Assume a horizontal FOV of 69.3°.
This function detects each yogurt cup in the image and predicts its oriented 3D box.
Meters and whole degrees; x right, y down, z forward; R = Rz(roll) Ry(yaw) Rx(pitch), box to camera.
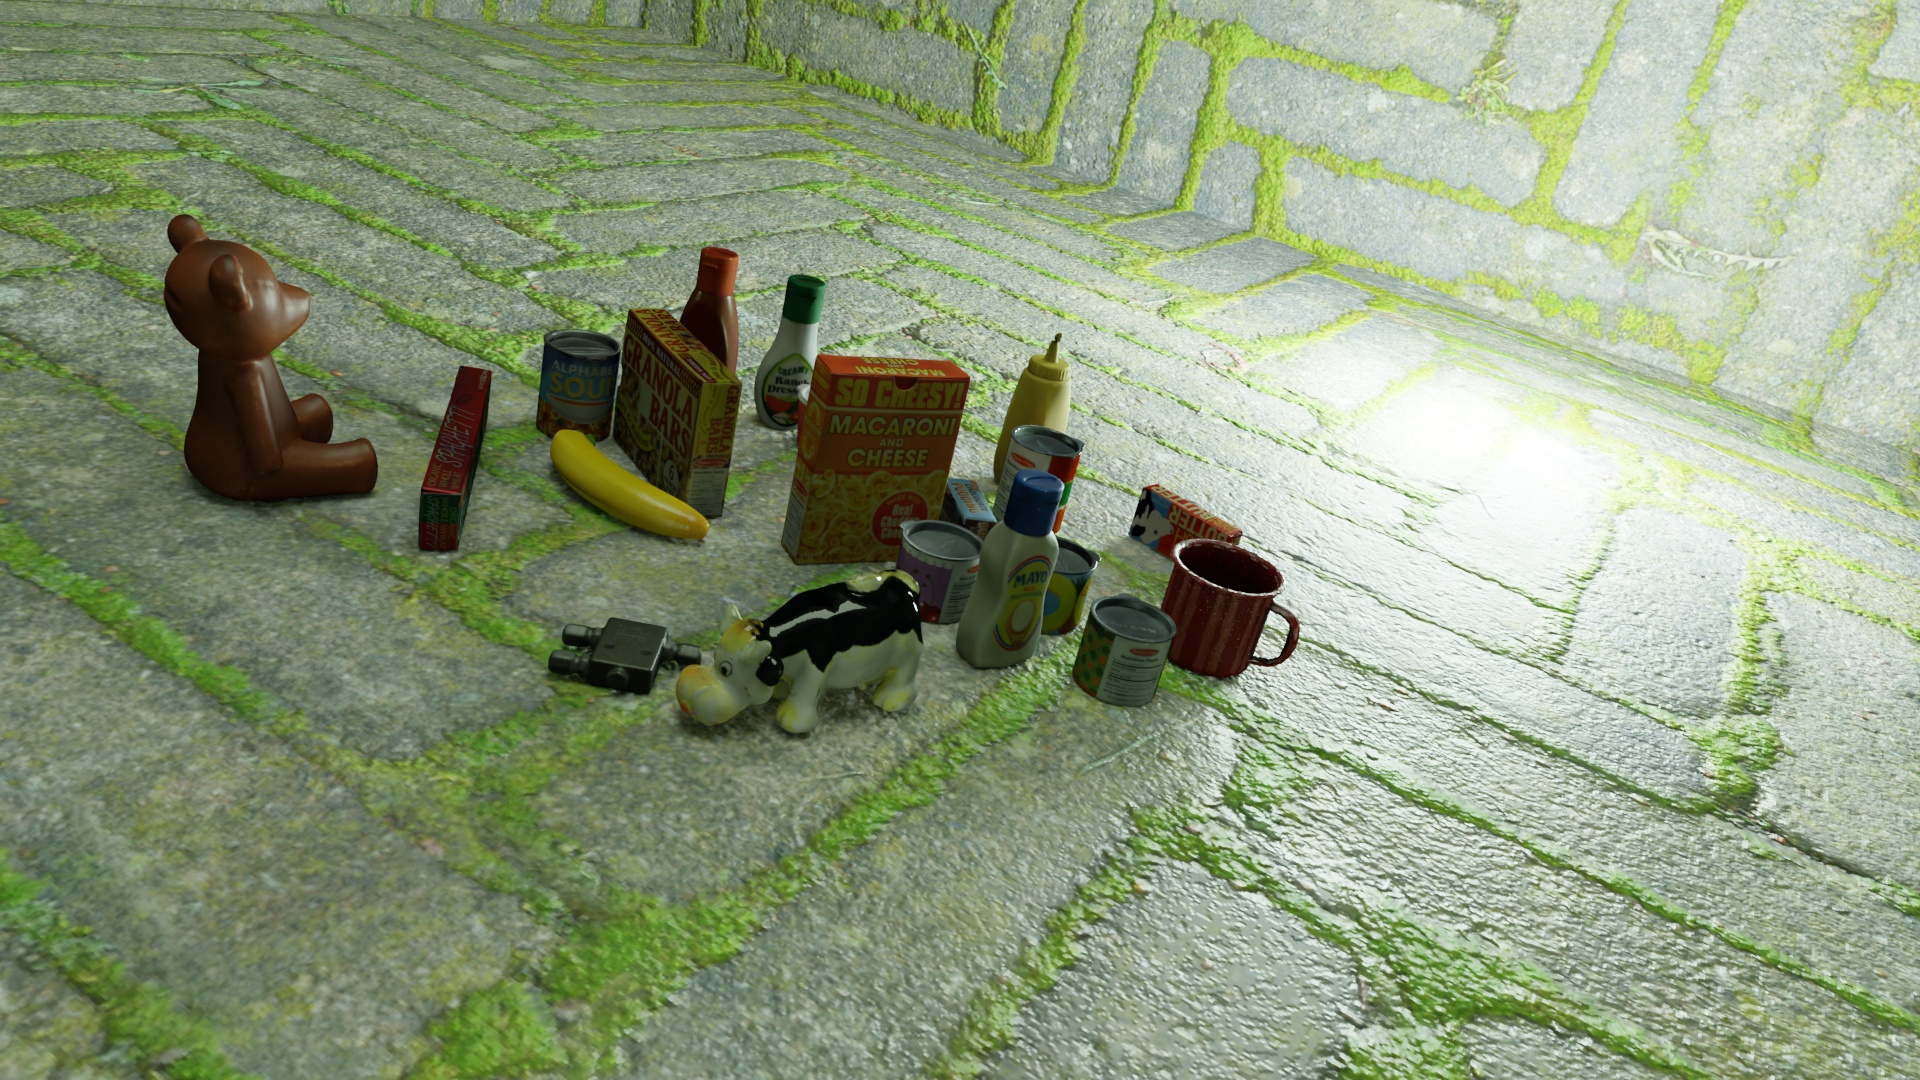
[{"bbox_3d":[-0.125,-0.112,1.321,0.072,0.053,0.073,11,25,-5],"label":"yogurt cup"}]

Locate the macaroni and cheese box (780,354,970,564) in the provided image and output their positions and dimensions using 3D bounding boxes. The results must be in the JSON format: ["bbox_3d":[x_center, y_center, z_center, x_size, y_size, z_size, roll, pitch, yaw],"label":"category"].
[{"bbox_3d":[-0.068,-0.063,1.117,0.124,0.165,0.040,-2,29,-30],"label":"macaroni and cheese box"}]

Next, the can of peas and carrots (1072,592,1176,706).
[{"bbox_3d":[0.122,0.081,1.041,0.071,0.058,0.071,11,25,-5],"label":"can of peas and carrots"}]

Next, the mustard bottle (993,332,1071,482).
[{"bbox_3d":[0.075,-0.126,1.327,0.049,0.159,0.065,28,28,28],"label":"mustard bottle"}]

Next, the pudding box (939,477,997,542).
[{"bbox_3d":[0.004,-0.015,1.191,0.030,0.049,0.084,6,26,-16],"label":"pudding box"}]

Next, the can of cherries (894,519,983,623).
[{"bbox_3d":[-0.021,0.023,1.089,0.071,0.058,0.072,11,25,-5],"label":"can of cherries"}]

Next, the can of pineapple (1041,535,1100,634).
[{"bbox_3d":[0.072,0.035,1.112,0.071,0.057,0.071,11,25,-5],"label":"can of pineapple"}]

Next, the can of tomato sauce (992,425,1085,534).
[{"bbox_3d":[0.071,-0.054,1.267,0.071,0.082,0.071,11,25,-5],"label":"can of tomato sauce"}]

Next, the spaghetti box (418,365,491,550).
[{"bbox_3d":[-0.399,-0.070,1.101,0.029,0.050,0.251,6,26,-16],"label":"spaghetti box"}]

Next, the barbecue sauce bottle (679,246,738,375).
[{"bbox_3d":[-0.244,-0.209,1.351,0.065,0.147,0.044,18,25,8],"label":"barbecue sauce bottle"}]

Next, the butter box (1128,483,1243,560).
[{"bbox_3d":[0.206,-0.007,1.272,0.104,0.053,0.024,32,31,34],"label":"butter box"}]

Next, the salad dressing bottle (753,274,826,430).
[{"bbox_3d":[-0.160,-0.180,1.336,0.064,0.147,0.044,6,26,-17],"label":"salad dressing bottle"}]

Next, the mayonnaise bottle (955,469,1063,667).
[{"bbox_3d":[0.041,0.021,1.019,0.065,0.147,0.041,-6,31,-36],"label":"mayonnaise bottle"}]

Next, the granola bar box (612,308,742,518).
[{"bbox_3d":[-0.243,-0.110,1.175,0.039,0.123,0.166,-5,31,-34],"label":"granola bar box"}]

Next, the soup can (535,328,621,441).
[{"bbox_3d":[-0.337,-0.135,1.228,0.071,0.083,0.071,11,25,-5],"label":"soup can"}]
